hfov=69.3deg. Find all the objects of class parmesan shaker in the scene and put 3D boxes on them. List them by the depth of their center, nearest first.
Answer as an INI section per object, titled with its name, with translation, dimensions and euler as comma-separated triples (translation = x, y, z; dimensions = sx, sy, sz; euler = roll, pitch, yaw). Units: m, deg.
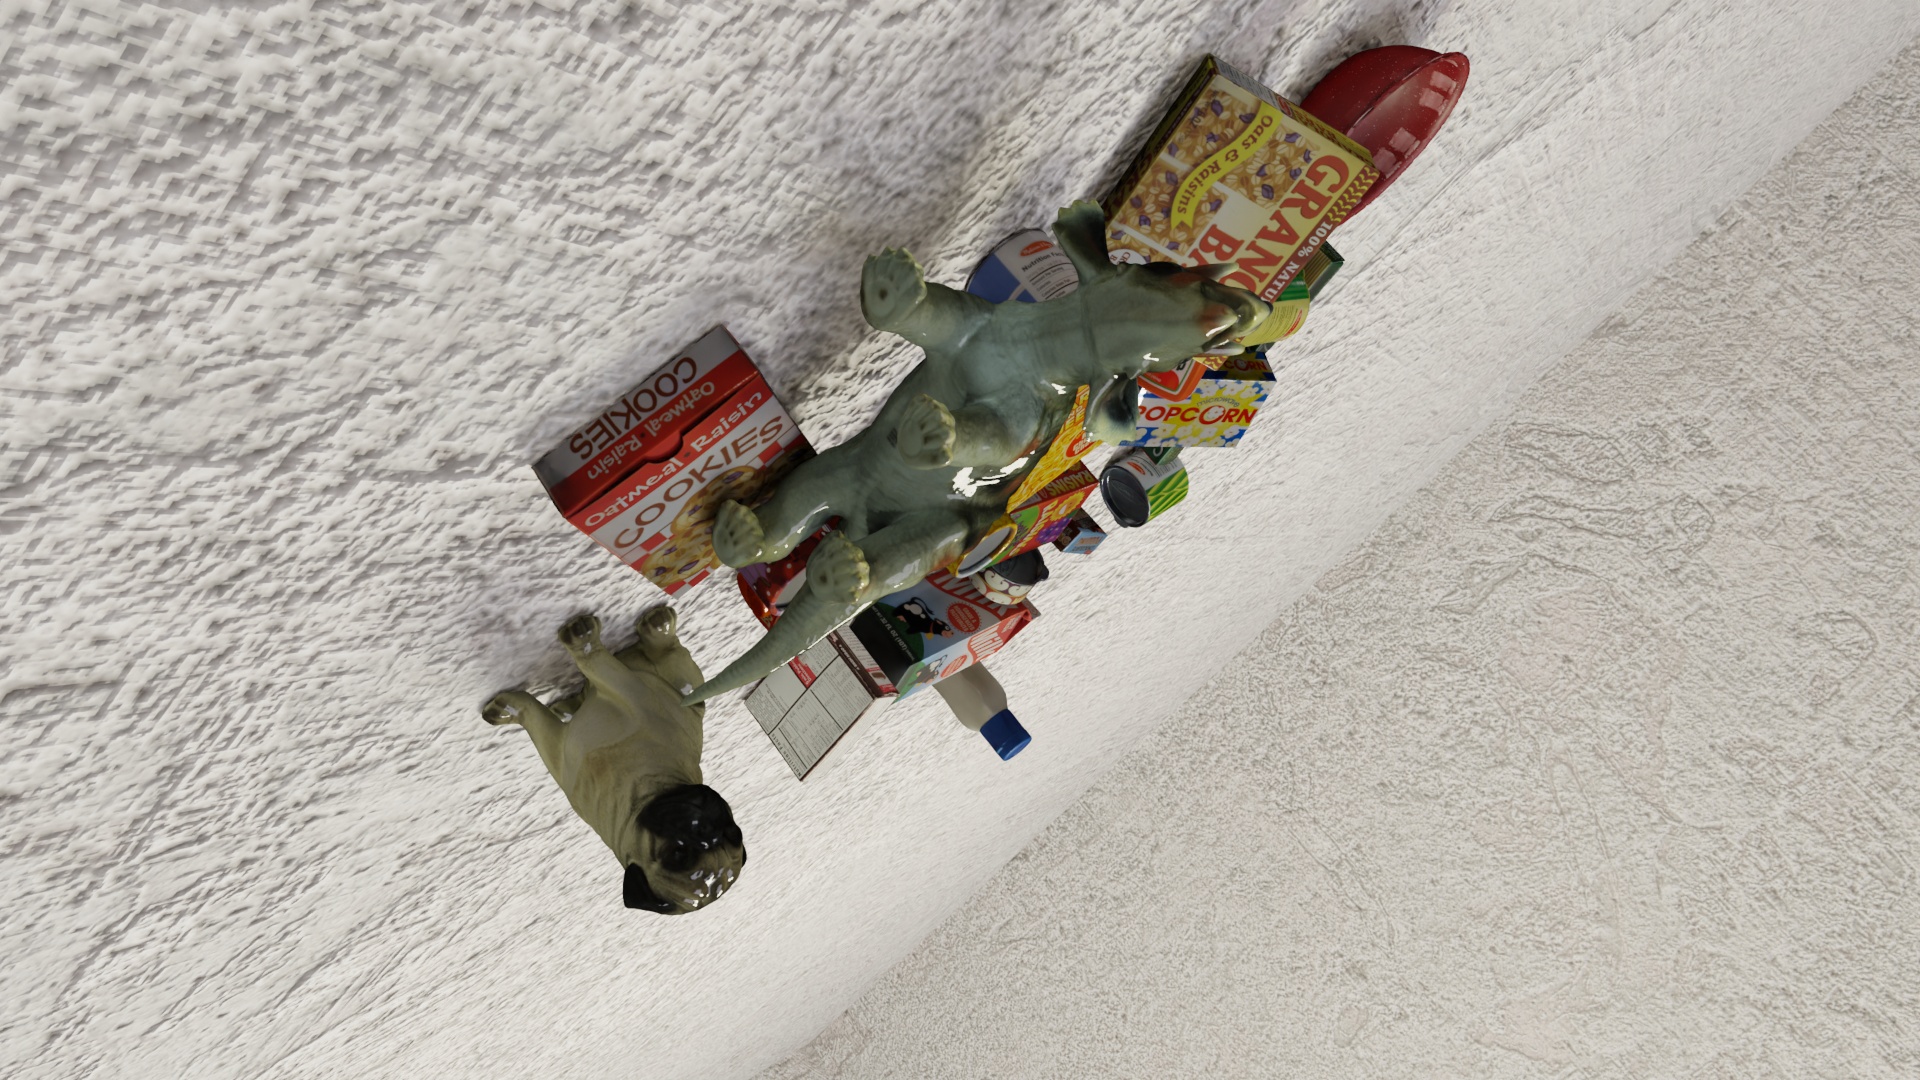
[parmesan shaker]
translation = 0.230, -0.192, 1.118
dimensions = 0.103, 0.071, 0.071
euler = -16, 151, -50

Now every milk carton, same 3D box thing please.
[milk carton]
translation = -0.010, 0.074, 1.263
dimensions = 0.191, 0.072, 0.073
euler = -23, 156, -42

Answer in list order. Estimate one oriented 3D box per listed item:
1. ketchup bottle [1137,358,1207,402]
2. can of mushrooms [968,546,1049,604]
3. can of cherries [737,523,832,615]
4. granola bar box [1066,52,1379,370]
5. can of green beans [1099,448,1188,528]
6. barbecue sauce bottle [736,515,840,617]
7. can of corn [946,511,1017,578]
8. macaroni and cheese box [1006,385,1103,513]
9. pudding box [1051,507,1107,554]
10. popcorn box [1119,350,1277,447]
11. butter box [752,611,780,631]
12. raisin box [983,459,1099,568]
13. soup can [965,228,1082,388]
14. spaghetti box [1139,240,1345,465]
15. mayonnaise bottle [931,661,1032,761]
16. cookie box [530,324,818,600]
[ketchup bottle]
translation = 0.176, -0.180, 1.052
dimensions = 0.044, 0.065, 0.148
euler = -41, 160, -51
[can of mushrooms]
translation = 0.042, 0.024, 1.250
dimensions = 0.071, 0.071, 0.033
euler = -21, 156, -45
[can of cherries]
translation = -0.114, 0.006, 0.914
dimensions = 0.071, 0.058, 0.071
euler = -35, 162, -13
[granola bar box]
translation = 0.159, -0.202, 0.874
dimensions = 0.164, 0.124, 0.039
euler = -53, -159, 35
[can of green beans]
translation = 0.178, -0.054, 1.343
dimensions = 0.058, 0.071, 0.071
euler = -30, 159, -30
[barbecue sauce bottle]
translation = -0.087, 0.005, 0.991
dimensions = 0.149, 0.044, 0.064
euler = -30, 157, -26
[can of corn]
translation = 0.004, -0.014, 1.103
dimensions = 0.071, 0.058, 0.071
euler = -36, 162, -13
[macaroni and cheese box]
translation = 0.072, -0.099, 1.063
dimensions = 0.124, 0.040, 0.166
euler = -37, 162, -12
[pudding box]
translation = 0.103, -0.013, 1.317
dimensions = 0.030, 0.050, 0.084
euler = -46, 161, 15
[popcorn box]
translation = 0.190, -0.120, 1.169
dimensions = 0.127, 0.038, 0.084
euler = -1, 141, -22
[butter box]
translation = -0.105, 0.029, 1.044
dimensions = 0.104, 0.024, 0.052
euler = -25, 158, -38
[raisin box]
translation = 0.053, -0.024, 1.210
dimensions = 0.124, 0.040, 0.085
euler = -20, 153, -44
[soup can]
translation = 0.053, -0.138, 0.860
dimensions = 0.071, 0.084, 0.071
euler = -35, 162, -13
[spaghetti box]
translation = 0.234, -0.165, 1.213
dimensions = 0.029, 0.050, 0.248
euler = -14, 149, -49
[mayonnaise bottle]
translation = 0.011, 0.147, 1.354
dimensions = 0.041, 0.148, 0.064
euler = -24, 156, -41
[cookie box]
translation = -0.147, -0.037, 0.775
dimensions = 0.123, 0.040, 0.167
euler = -39, 162, -4
